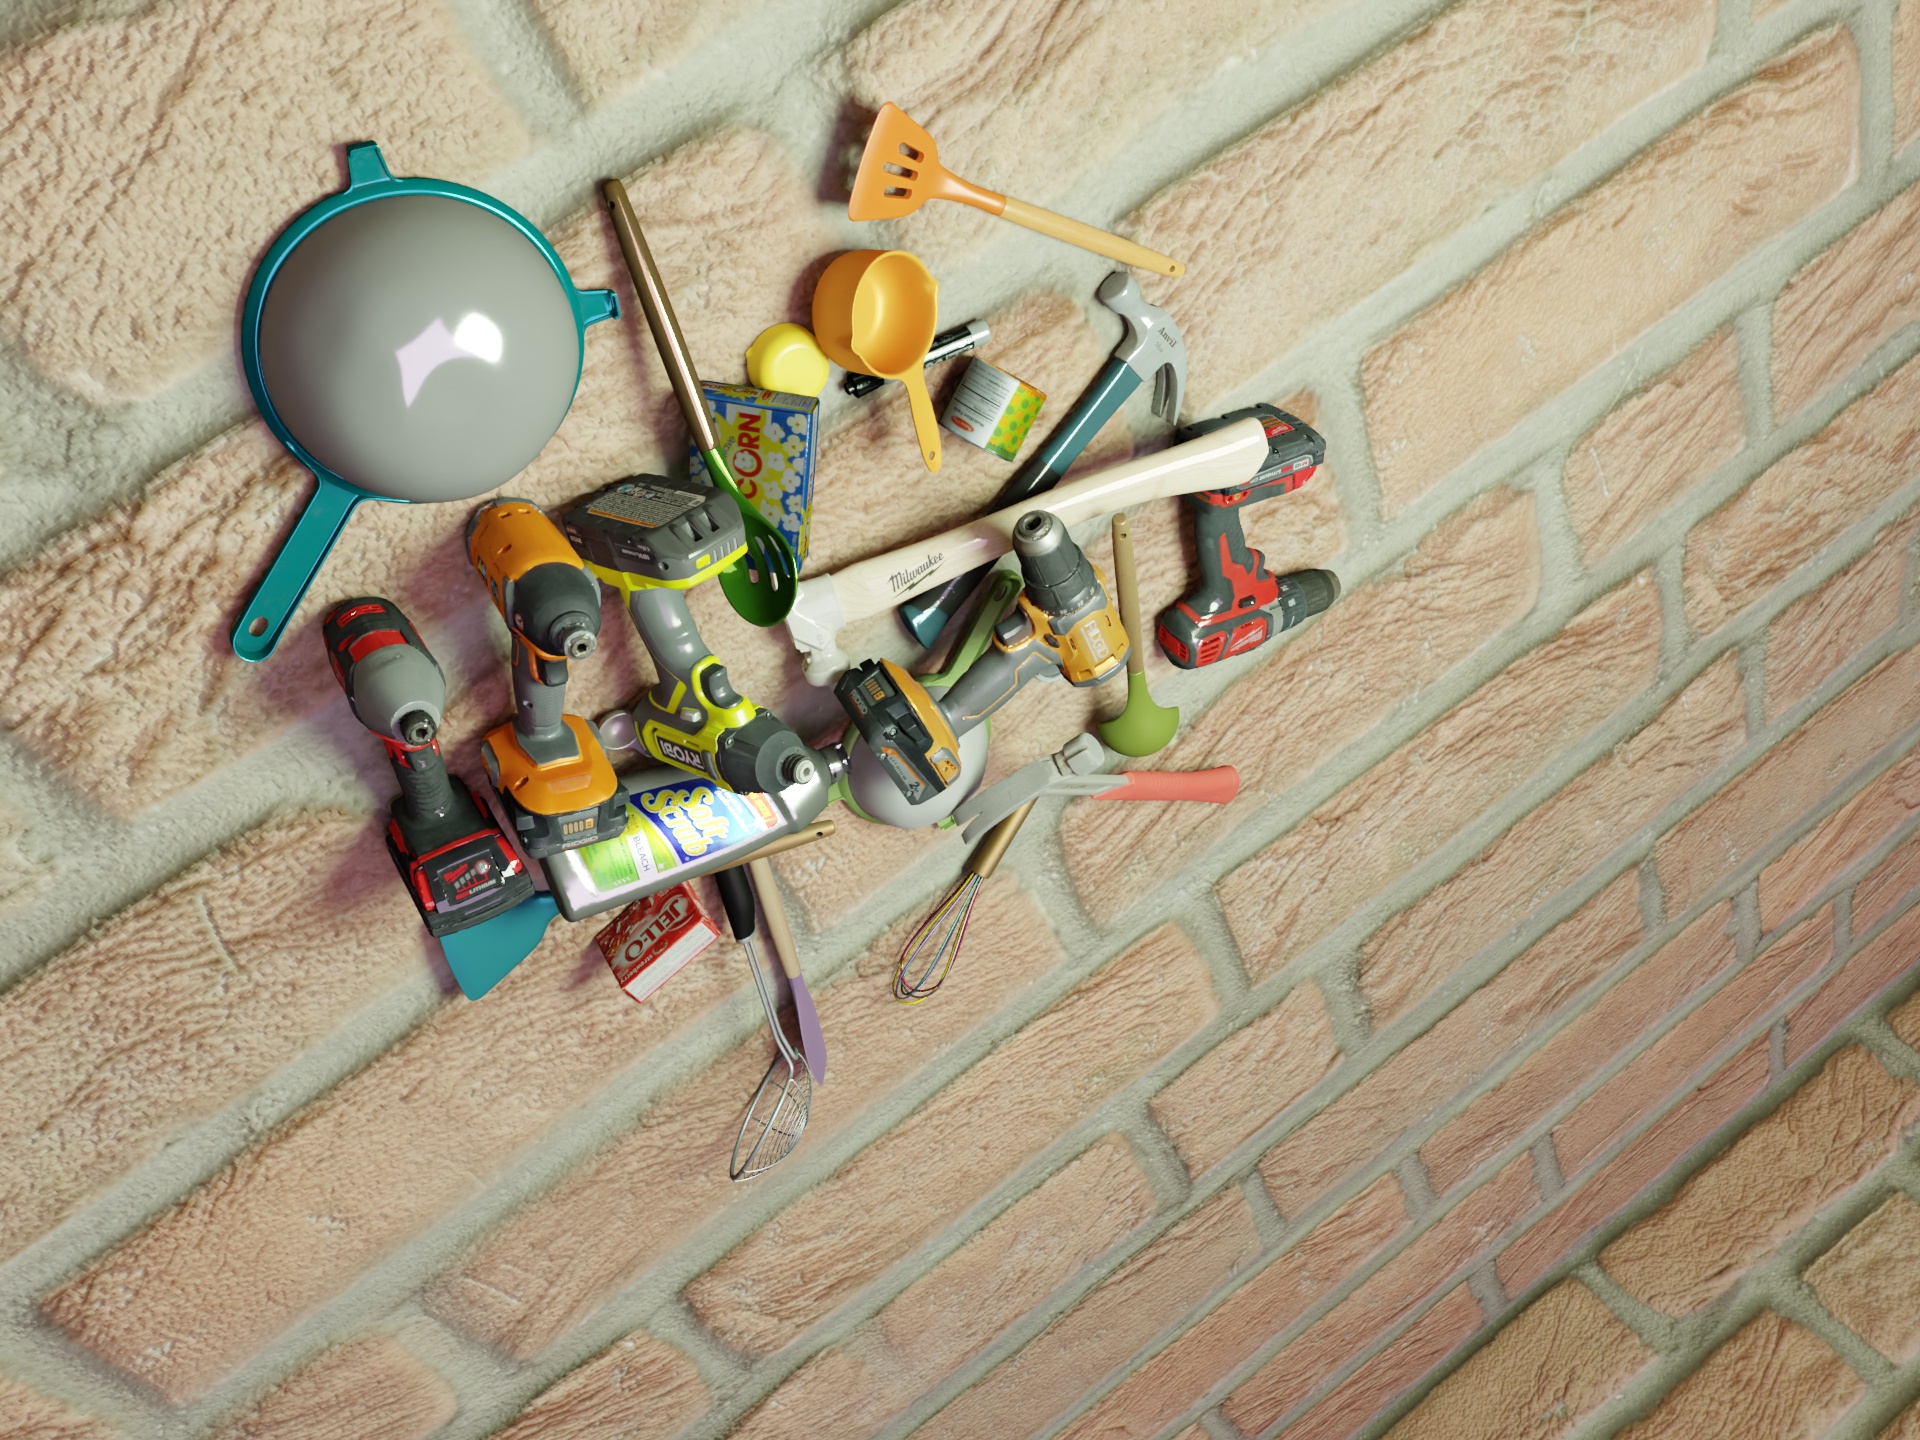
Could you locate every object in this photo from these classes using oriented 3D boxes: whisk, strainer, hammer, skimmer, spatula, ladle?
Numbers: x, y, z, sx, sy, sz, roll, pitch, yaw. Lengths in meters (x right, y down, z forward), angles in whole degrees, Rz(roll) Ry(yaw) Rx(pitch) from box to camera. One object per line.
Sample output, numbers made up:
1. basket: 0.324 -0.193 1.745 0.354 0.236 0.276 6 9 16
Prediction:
1. whisk: 0.008 0.162 1.486 0.047 0.051 0.245 30 96 -7
2. strainer: -0.359 -0.165 0.991 0.210 0.095 0.340 26 101 -42
3. hammer: 0.049 -0.163 1.249 0.410 0.038 0.146 -22 122 -8
4. skimmer: -0.200 0.240 1.382 0.090 0.127 0.363 -8 116 8
5. spatula: -0.251 0.136 1.272 0.317 0.044 0.082 -17 121 -9
6. spatula: -0.155 0.207 1.409 0.018 0.060 0.315 -6 124 8
7. spatula: 0.052 -0.368 1.167 0.322 0.041 0.081 6 114 -37
8. hammer: 0.063 -0.196 1.293 0.331 0.033 0.128 -50 132 5
9. ladle: 0.145 -0.071 1.363 0.078 0.062 0.319 -13 142 1
10. hammer: 0.150 0.064 1.457 0.149 0.037 0.359 -34 159 30
11. strainer: -0.002 -0.004 1.350 0.151 0.069 0.256 15 111 -39

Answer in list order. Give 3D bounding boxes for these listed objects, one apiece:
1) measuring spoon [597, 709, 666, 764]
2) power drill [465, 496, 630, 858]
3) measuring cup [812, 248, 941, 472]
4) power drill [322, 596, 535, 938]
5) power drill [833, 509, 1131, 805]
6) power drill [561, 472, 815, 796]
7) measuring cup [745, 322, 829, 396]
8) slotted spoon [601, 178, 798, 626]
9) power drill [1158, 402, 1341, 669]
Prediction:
1. measuring spoon: -0.239 0.020 1.251 0.034 0.018 0.124 -47 140 9
2. power drill: -0.282 -0.020 1.093 0.084 0.164 0.226 -14 128 -26
3. measuring cup: -0.054 -0.257 1.149 0.095 0.052 0.173 -45 137 -31
4. power drill: -0.366 0.035 1.087 0.078 0.143 0.219 -24 132 -22
5. power drill: 0.017 -0.052 1.235 0.226 0.084 0.185 -34 143 -2
6. power drill: -0.186 -0.052 1.127 0.080 0.171 0.223 -38 129 -34
7. measuring cup: -0.137 -0.209 1.153 0.062 0.029 0.156 5 113 -36
8. slotted spoon: -0.177 -0.210 1.080 0.031 0.070 0.313 -49 128 -50
9. power drill: 0.269 -0.163 1.424 0.188 0.080 0.226 -20 131 -21
